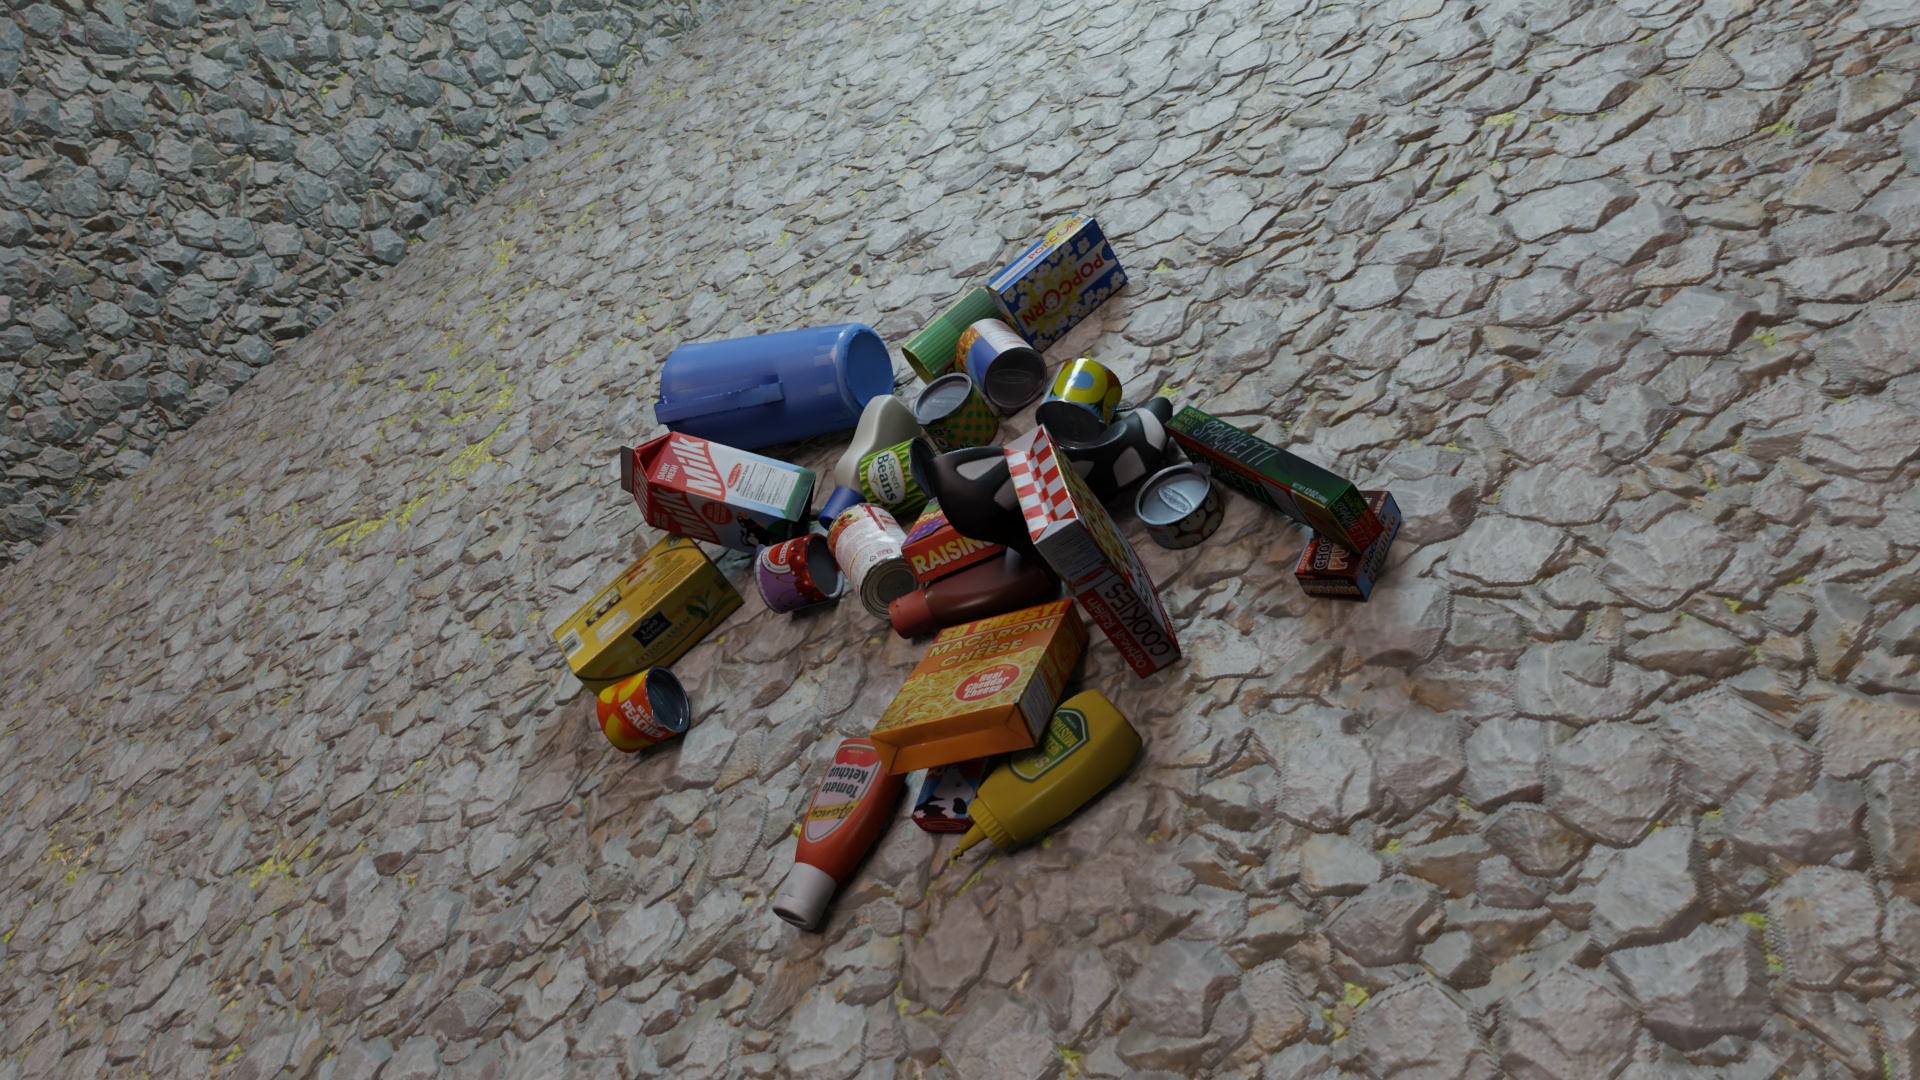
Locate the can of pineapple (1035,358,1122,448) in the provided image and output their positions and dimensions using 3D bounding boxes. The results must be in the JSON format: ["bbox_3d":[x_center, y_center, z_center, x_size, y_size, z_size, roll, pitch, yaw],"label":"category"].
[{"bbox_3d":[0.111,-0.124,1.271,0.071,0.070,0.058,-2,48,38],"label":"can of pineapple"}]

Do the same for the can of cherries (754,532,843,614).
[{"bbox_3d":[-0.152,0.029,1.306,0.058,0.071,0.072,-16,41,26],"label":"can of cherries"}]

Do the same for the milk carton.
[{"bbox_3d":[-0.246,-0.047,1.382,0.191,0.072,0.074,16,49,-1],"label":"milk carton"}]

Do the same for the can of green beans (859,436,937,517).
[{"bbox_3d":[-0.056,-0.059,1.331,0.057,0.071,0.071,-19,39,23],"label":"can of green beans"}]

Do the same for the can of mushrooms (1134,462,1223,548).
[{"bbox_3d":[0.181,-0.029,1.135,0.071,0.033,0.071,-22,38,19],"label":"can of mushrooms"}]

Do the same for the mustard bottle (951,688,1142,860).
[{"bbox_3d":[0.054,0.176,0.996,0.160,0.048,0.065,-40,31,-5],"label":"mustard bottle"}]

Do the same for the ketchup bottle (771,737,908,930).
[{"bbox_3d":[-0.095,0.224,1.067,0.064,0.043,0.149,-1,49,38],"label":"ketchup bottle"}]

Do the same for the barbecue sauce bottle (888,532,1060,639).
[{"bbox_3d":[0.011,0.042,1.185,0.148,0.043,0.065,-23,32,18],"label":"barbecue sauce bottle"}]

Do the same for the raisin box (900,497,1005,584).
[{"bbox_3d":[0.004,-0.015,1.219,0.086,0.040,0.124,-22,16,19],"label":"raisin box"}]

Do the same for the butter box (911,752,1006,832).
[{"bbox_3d":[0.004,0.173,1.060,0.053,0.024,0.104,-7,45,33],"label":"butter box"}]

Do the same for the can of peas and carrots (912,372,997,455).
[{"bbox_3d":[-0.006,-0.120,1.365,0.071,0.058,0.071,-22,39,19],"label":"can of peas and carrots"}]

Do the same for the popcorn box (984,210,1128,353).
[{"bbox_3d":[0.098,-0.262,1.417,0.127,0.085,0.038,-40,35,-5],"label":"popcorn box"}]

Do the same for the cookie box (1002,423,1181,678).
[{"bbox_3d":[0.100,0.009,1.046,0.040,0.167,0.123,-31,36,12],"label":"cookie box"}]

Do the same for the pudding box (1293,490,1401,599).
[{"bbox_3d":[0.284,0.002,1.020,0.049,0.030,0.084,3,51,43],"label":"pudding box"}]

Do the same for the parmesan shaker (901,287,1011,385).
[{"bbox_3d":[-0.002,-0.209,1.451,0.103,0.071,0.071,-40,36,-6],"label":"parmesan shaker"}]

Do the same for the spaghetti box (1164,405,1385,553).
[{"bbox_3d":[0.234,-0.053,1.069,0.029,0.050,0.250,-42,26,-2],"label":"spaghetti box"}]

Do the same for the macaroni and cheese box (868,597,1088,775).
[{"bbox_3d":[0.018,0.109,1.057,0.123,0.040,0.167,-15,18,25],"label":"macaroni and cheese box"}]

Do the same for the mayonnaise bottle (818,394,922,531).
[{"bbox_3d":[-0.093,-0.072,1.382,0.041,0.064,0.149,0,52,44],"label":"mayonnaise bottle"}]

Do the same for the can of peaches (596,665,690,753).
[{"bbox_3d":[-0.293,0.157,1.280,0.058,0.071,0.071,-24,38,17],"label":"can of peaches"}]

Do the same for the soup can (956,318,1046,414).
[{"bbox_3d":[0.039,-0.174,1.386,0.071,0.071,0.084,-36,35,0],"label":"soup can"}]
